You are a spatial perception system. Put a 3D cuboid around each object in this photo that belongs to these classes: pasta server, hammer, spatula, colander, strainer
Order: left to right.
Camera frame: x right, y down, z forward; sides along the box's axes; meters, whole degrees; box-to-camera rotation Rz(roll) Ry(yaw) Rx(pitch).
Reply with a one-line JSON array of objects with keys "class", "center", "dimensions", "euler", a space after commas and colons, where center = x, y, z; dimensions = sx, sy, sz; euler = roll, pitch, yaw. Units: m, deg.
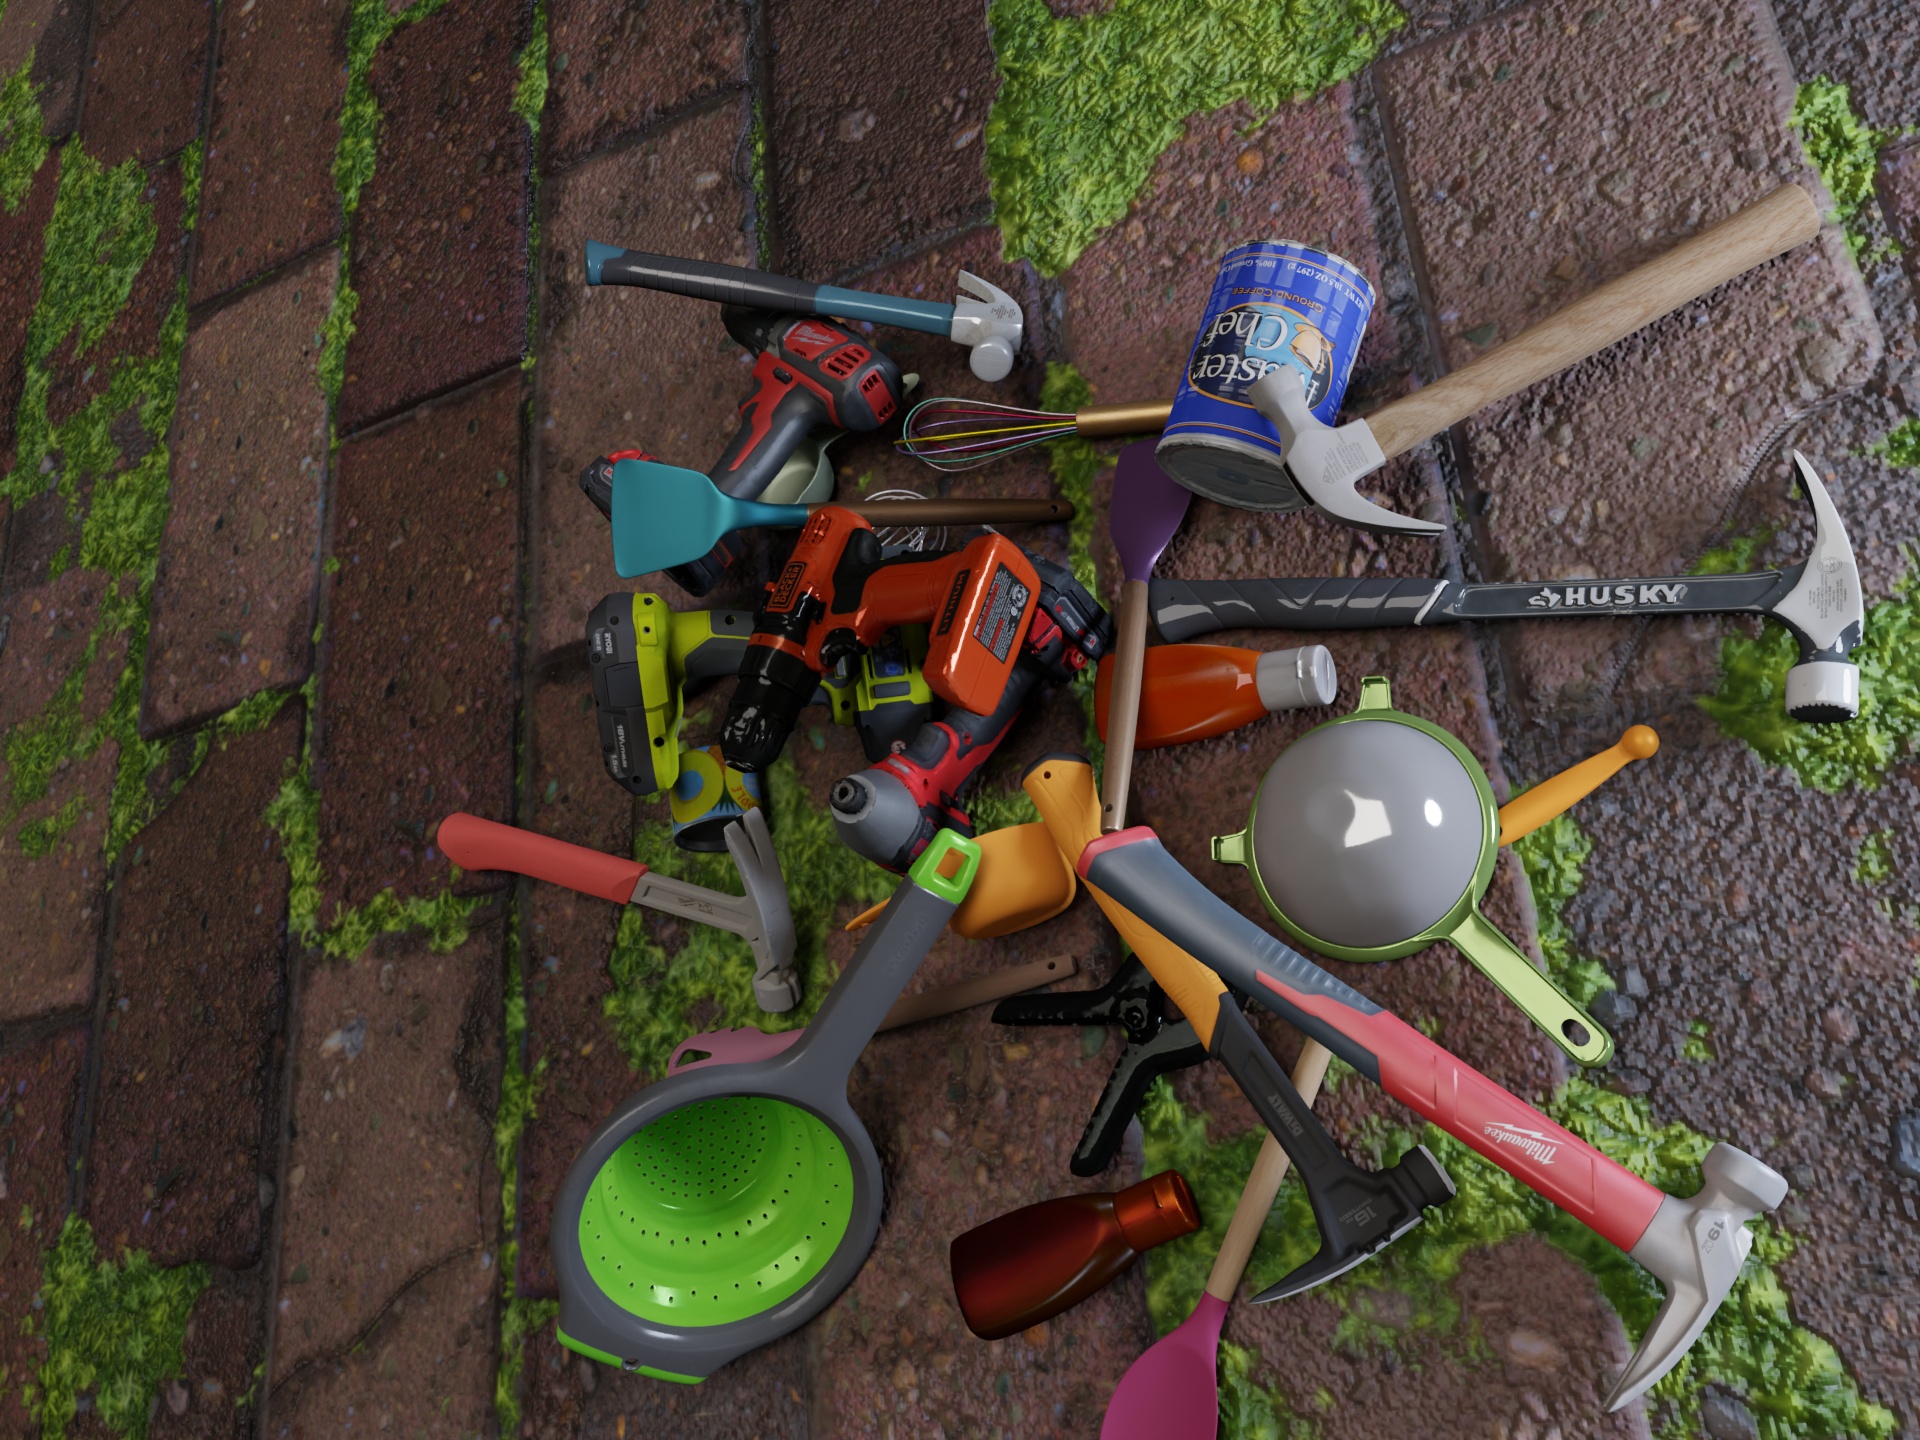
[{"class": "hammer", "center": [-0.263, 0.105, 1.158], "dimensions": [0.359, 0.037, 0.149], "euler": [10, 122, 37]}, {"class": "colander", "center": [-0.114, 0.224, 0.999], "dimensions": [0.397, 0.204, 0.095], "euler": [-57, 25, 7]}, {"class": "hammer", "center": [-0.117, -0.309, 1.157], "dimensions": [0.331, 0.033, 0.128], "euler": [10, 35, 4]}, {"class": "spatula", "center": [-0.080, -0.142, 1.094], "dimensions": [0.317, 0.044, 0.082], "euler": [-2, 90, -8]}, {"class": "pasta server", "center": [-0.067, 0.204, 1.057], "dimensions": [0.316, 0.040, 0.060], "euler": [-19, 65, 18]}, {"class": "spatula", "center": [0.112, -0.065, 1.008], "dimensions": [0.060, 0.018, 0.316], "euler": [-8, 53, 27]}, {"class": "hammer", "center": [0.129, 0.160, 0.916], "dimensions": [0.127, 0.034, 0.337], "euler": [-35, 68, 4]}, {"class": "hammer", "center": [0.216, 0.187, 0.845], "dimensions": [0.386, 0.038, 0.143], "euler": [33, 85, 21]}, {"class": "strainer", "center": [0.254, 0.093, 0.883], "dimensions": [0.151, 0.069, 0.257], "euler": [-48, 55, 10]}, {"class": "hammer", "center": [0.300, -0.076, 0.942], "dimensions": [0.409, 0.036, 0.149], "euler": [1, 73, 30]}, {"class": "hammer", "center": [0.343, -0.215, 0.926], "dimensions": [0.331, 0.031, 0.130], "euler": [-28, 87, 3]}]

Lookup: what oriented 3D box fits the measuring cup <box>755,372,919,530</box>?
[{"class": "measuring cup", "center": [-0.095, -0.206, 1.211], "dimensions": [0.167, 0.038, 0.083], "euler": [-34, 54, 2]}]

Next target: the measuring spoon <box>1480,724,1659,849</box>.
[{"class": "measuring spoon", "center": [0.338, 0.038, 0.894], "dimensions": [0.117, 0.011, 0.021], "euler": [-36, 60, 15]}]

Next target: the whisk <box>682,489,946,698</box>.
[{"class": "whisk", "center": [-0.129, -0.082, 1.176], "dimensions": [0.284, 0.070, 0.070], "euler": [-31, 61, 22]}]

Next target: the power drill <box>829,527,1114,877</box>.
[{"class": "power drill", "center": [-0.002, -0.003, 1.022], "dimensions": [0.079, 0.143, 0.220], "euler": [30, 87, 30]}]

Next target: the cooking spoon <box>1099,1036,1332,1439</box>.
[{"class": "cooking spoon", "center": [0.156, 0.302, 0.901], "dimensions": [0.069, 0.017, 0.319], "euler": [19, 83, 39]}]

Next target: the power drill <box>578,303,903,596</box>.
[{"class": "power drill", "center": [-0.173, -0.221, 1.186], "dimensions": [0.227, 0.080, 0.188], "euler": [-46, 54, -9]}]

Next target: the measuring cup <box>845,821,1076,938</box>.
[{"class": "measuring cup", "center": [-0.003, 0.122, 1.019], "dimensions": [0.173, 0.095, 0.052], "euler": [-30, 68, 29]}]

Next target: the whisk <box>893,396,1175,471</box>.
[{"class": "whisk", "center": [0.065, -0.209, 1.119], "dimensions": [0.245, 0.047, 0.051], "euler": [-1, 71, 24]}]

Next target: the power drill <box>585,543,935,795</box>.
[{"class": "power drill", "center": [-0.131, -0.022, 1.082], "dimensions": [0.223, 0.080, 0.171], "euler": [-7, 95, -4]}]
